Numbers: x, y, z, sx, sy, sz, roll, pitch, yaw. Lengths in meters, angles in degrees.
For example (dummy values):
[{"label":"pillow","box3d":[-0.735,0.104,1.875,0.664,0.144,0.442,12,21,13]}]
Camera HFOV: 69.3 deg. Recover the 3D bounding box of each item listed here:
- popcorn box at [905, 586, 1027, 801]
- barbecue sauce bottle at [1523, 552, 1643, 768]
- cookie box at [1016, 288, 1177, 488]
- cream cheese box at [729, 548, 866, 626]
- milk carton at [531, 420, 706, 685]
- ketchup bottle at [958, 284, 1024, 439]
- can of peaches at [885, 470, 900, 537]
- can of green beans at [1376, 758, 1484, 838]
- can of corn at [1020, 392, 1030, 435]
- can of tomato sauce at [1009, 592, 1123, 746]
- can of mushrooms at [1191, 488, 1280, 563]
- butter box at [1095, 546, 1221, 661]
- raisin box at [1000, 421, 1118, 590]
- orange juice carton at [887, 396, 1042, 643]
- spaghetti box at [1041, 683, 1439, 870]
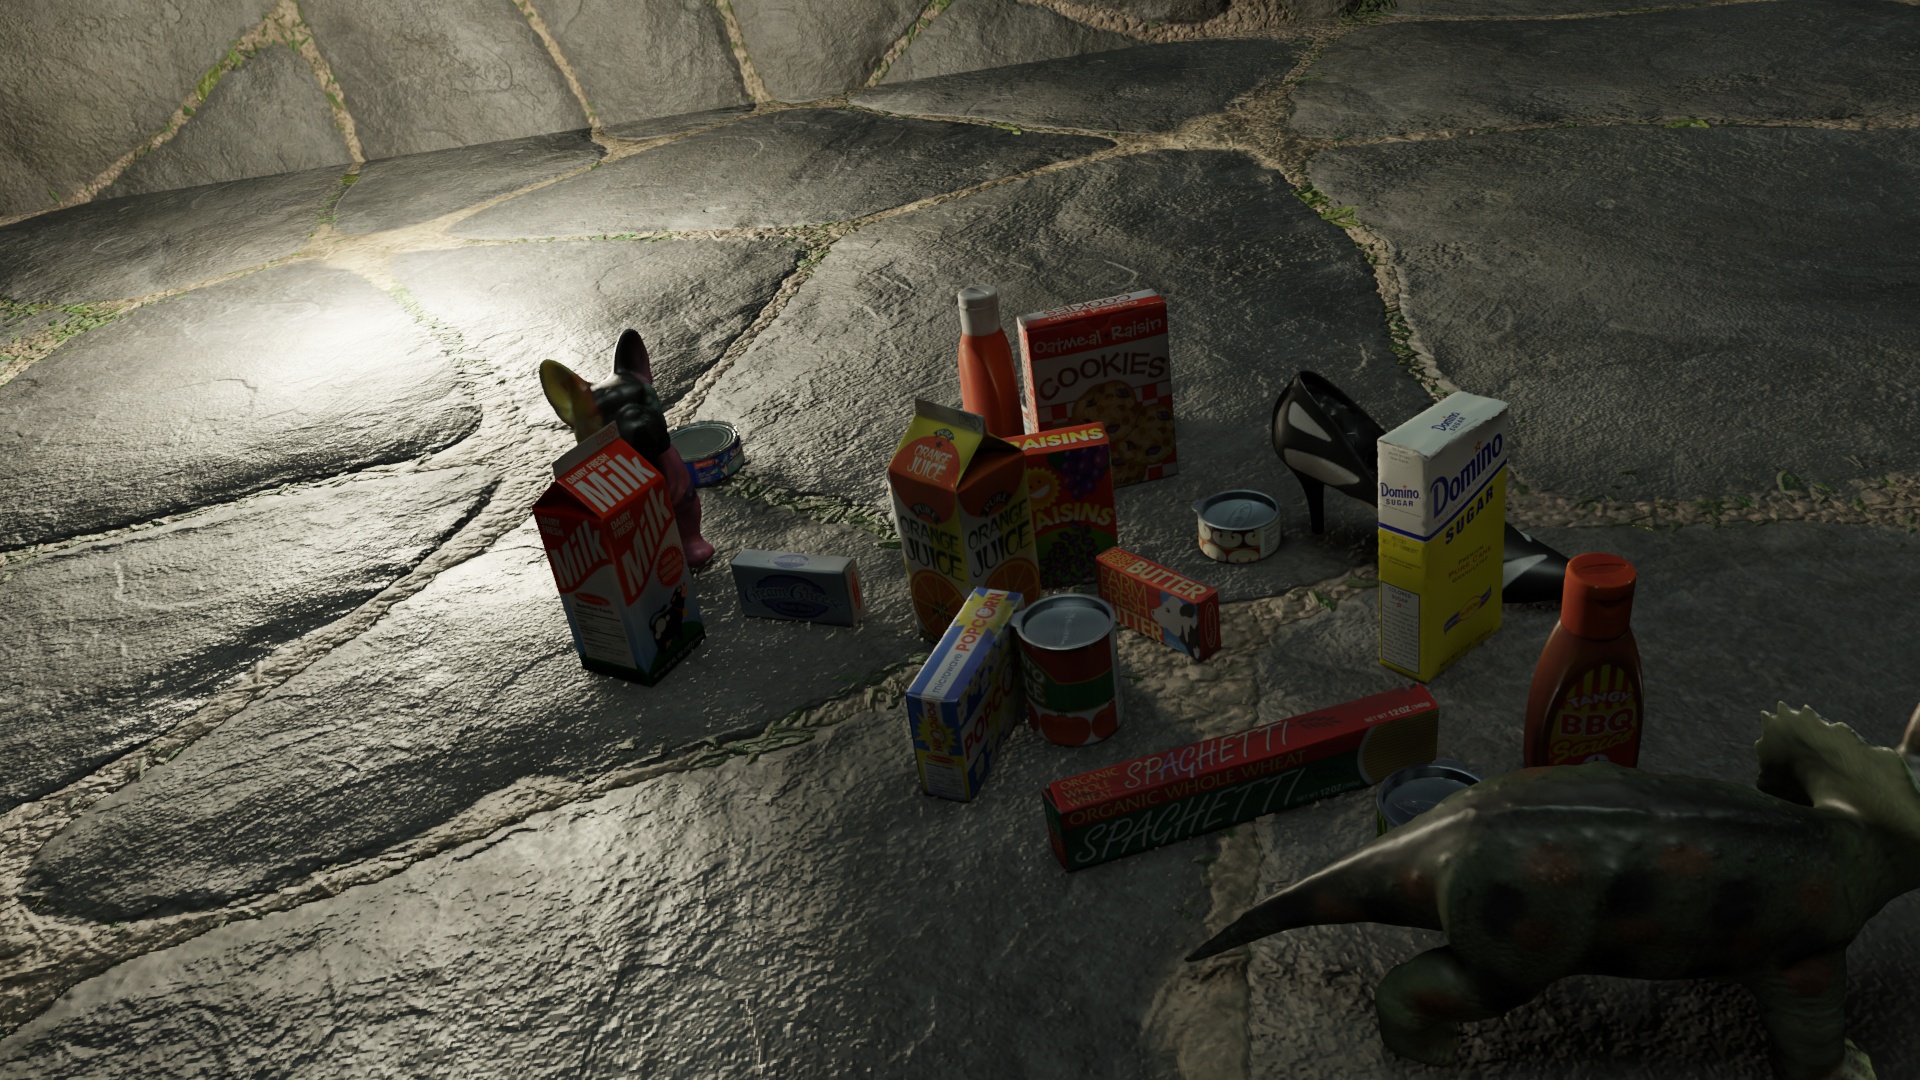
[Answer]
[{"label":"popcorn box","box3d":[0.009,0.101,0.933,0.038,0.084,0.127,5,33,23]},{"label":"barbecue sauce bottle","box3d":[0.369,0.078,0.817,0.065,0.147,0.044,-7,30,4]},{"label":"cookie box","box3d":[0.121,-0.124,1.203,0.123,0.166,0.040,-13,30,-7]},{"label":"cream cheese box","box3d":[-0.130,0.037,1.108,0.104,0.053,0.024,4,33,21]},{"label":"milk carton","box3d":[-0.262,0.009,1.055,0.073,0.189,0.073,9,35,28]},{"label":"ketchup bottle","box3d":[0.025,-0.167,1.319,0.044,0.148,0.065,-28,35,-29]},{"label":"can of peaches","box3d":[-0.026,-0.037,1.202,0.071,0.057,0.071,-6,30,4]},{"label":"can of green beans","box3d":[0.268,0.168,0.780,0.071,0.057,0.071,-6,30,4]},{"label":"can of corn","box3d":[0.094,-0.108,1.291,0.071,0.058,0.071,-6,30,4]},{"label":"can of tomato sauce","box3d":[0.073,0.088,0.941,0.071,0.082,0.071,-7,30,4]},{"label":"can of mushrooms","box3d":[0.222,-0.012,1.120,0.071,0.033,0.071,-6,30,4]},{"label":"butter box","box3d":[0.144,0.045,1.024,0.024,0.053,0.103,-29,36,-31]},{"label":"raisin box","box3d":[0.078,-0.025,1.091,0.086,0.122,0.040,-9,30,0]},{"label":"orange juice carton","box3d":[0.004,-0.013,1.021,0.073,0.191,0.072,-32,37,-34]},{"label":"spaghetti box","box3d":[0.174,0.144,0.852,0.250,0.050,0.029,-14,30,-9]}]
